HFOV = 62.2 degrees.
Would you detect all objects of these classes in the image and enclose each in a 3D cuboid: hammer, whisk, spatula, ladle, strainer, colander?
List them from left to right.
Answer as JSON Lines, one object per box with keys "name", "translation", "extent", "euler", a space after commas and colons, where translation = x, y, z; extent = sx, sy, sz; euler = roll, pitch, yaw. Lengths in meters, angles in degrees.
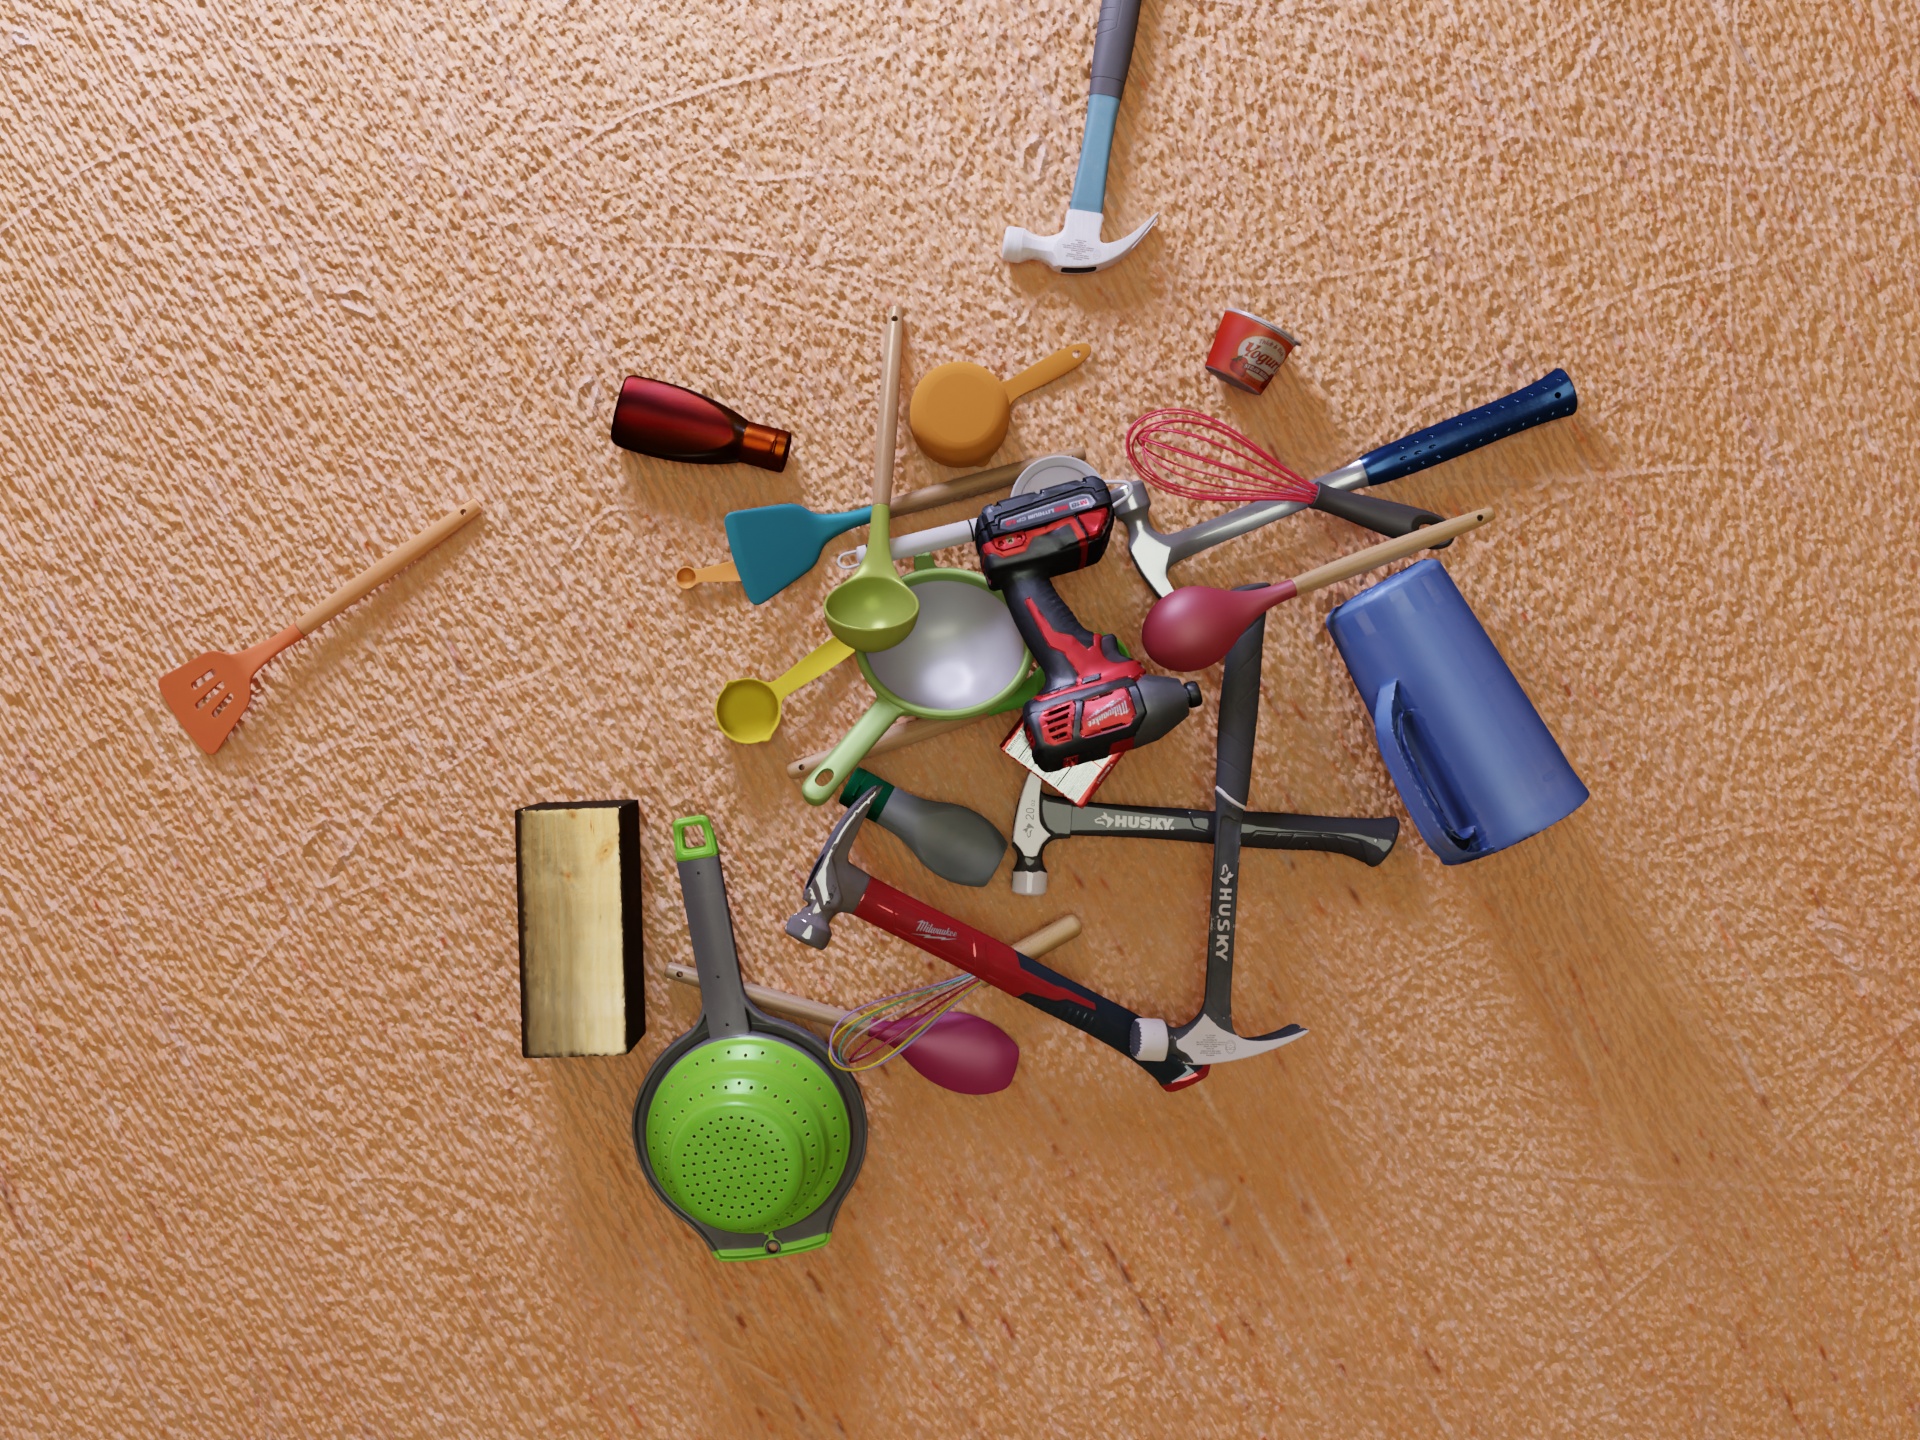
{"name": "spatula", "translation": [-0.549, -0.093, 1.378], "extent": [0.322, 0.041, 0.081], "euler": [-36, 91, -4]}
{"name": "colander", "translation": [-0.197, 0.280, 1.334], "extent": [0.204, 0.094, 0.397], "euler": [-10, 96, 2]}
{"name": "ladle", "translation": [-0.065, -0.208, 1.329], "extent": [0.078, 0.062, 0.320], "euler": [3, 74, 1]}
{"name": "strainer", "translation": [-0.045, -0.015, 1.329], "extent": [0.151, 0.069, 0.256], "euler": [33, 66, 16]}
{"name": "spatula", "translation": [-0.042, -0.184, 1.371], "extent": [0.317, 0.044, 0.082], "euler": [-17, 105, -2]}
{"name": "whisk", "translation": [-0.002, 0.235, 1.367], "extent": [0.245, 0.047, 0.051], "euler": [-28, 104, -9]}
{"name": "strainer", "translation": [0.020, -0.167, 1.362], "extent": [0.258, 0.050, 0.087], "euler": [-14, 90, -5]}
{"name": "hammer", "translation": [0.052, 0.200, 1.344], "extent": [0.386, 0.038, 0.143], "euler": [29, 80, -13]}
{"name": "hammer", "translation": [0.126, -0.550, 1.373], "extent": [0.128, 0.033, 0.331], "euler": [10, 91, 0]}
{"name": "hammer", "translation": [0.213, 0.087, 1.382], "extent": [0.334, 0.035, 0.146], "euler": [4, 91, -1]}
{"name": "hammer", "translation": [0.232, 0.086, 1.343], "extent": [0.149, 0.036, 0.409], "euler": [5, 90, -10]}
{"name": "whisk", "translation": [0.279, -0.196, 1.334], "extent": [0.295, 0.073, 0.073], "euler": [16, 91, -7]}
{"name": "ladle", "translation": [0.300, -0.118, 1.319], "extent": [0.315, 0.031, 0.069], "euler": [-21, 89, -5]}
{"name": "hammer", "translation": [0.341, -0.205, 1.379], "extent": [0.405, 0.035, 0.144], "euler": [-22, 91, 0]}

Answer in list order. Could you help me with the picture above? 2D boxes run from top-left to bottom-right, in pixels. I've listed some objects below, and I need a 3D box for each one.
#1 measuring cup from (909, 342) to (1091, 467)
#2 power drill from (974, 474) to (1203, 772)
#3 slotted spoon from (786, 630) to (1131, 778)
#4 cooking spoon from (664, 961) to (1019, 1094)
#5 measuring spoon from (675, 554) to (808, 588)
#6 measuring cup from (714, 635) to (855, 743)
{"name": "measuring cup", "translation": [0.037, -0.284, 1.365], "extent": [0.173, 0.052, 0.095], "euler": [-28, 91, 2]}
{"name": "power drill", "translation": [0.100, -0.076, 1.281], "extent": [0.143, 0.078, 0.220], "euler": [-16, 74, -3]}
{"name": "slotted spoon", "translation": [-0.002, -0.004, 1.383], "extent": [0.314, 0.031, 0.070], "euler": [-18, 83, 2]}
{"name": "cooking spoon", "translation": [-0.104, 0.261, 1.389], "extent": [0.319, 0.017, 0.069], "euler": [16, 89, -1]}
{"name": "measuring spoon", "translation": [-0.190, -0.131, 1.388], "extent": [0.117, 0.011, 0.021], "euler": [-8, 92, -4]}
{"name": "measuring cup", "translation": [-0.145, -0.035, 1.386], "extent": [0.156, 0.029, 0.062], "euler": [-36, 91, -12]}
